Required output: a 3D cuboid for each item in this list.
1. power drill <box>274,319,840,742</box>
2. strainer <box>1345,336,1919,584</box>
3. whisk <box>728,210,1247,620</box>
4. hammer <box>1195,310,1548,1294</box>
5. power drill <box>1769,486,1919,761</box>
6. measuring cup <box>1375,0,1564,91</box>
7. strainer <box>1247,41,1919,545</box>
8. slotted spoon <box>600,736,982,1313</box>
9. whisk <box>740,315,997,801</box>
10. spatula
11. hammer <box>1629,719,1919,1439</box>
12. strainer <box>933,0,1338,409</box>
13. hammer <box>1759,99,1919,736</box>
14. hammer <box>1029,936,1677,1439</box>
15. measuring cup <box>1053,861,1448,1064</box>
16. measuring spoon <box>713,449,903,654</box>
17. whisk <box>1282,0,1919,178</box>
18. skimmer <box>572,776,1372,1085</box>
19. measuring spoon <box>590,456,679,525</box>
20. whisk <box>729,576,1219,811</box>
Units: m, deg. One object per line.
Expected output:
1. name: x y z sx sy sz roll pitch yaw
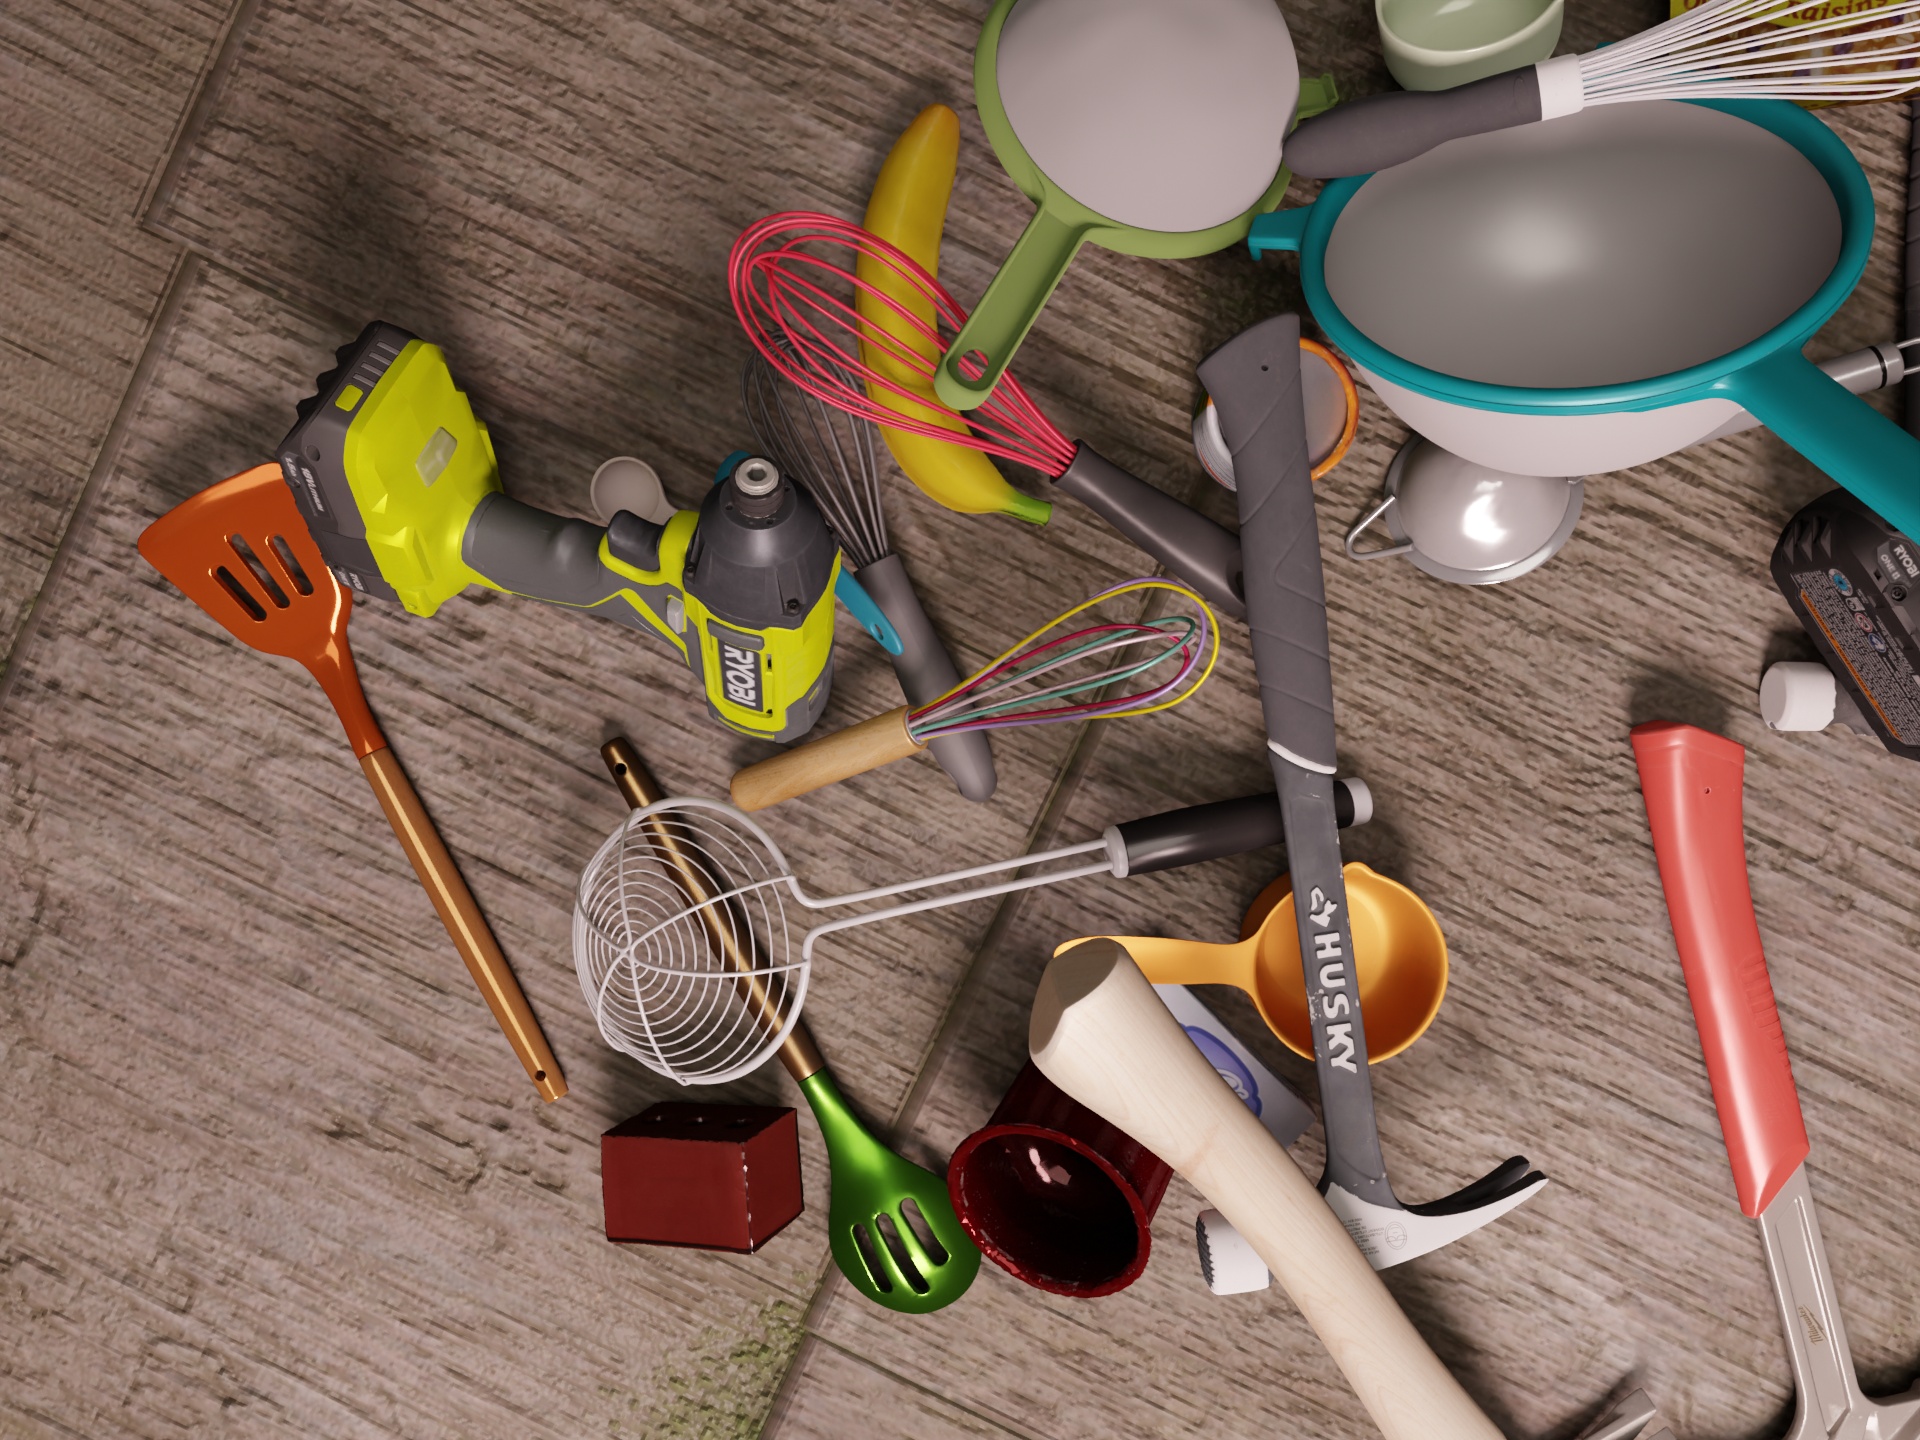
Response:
1. power drill: -0.160 -0.081 0.673 0.223 0.171 0.080 19 62 5
2. strainer: 0.295 -0.124 0.696 0.258 0.050 0.087 -17 68 8
3. whisk: 0.030 -0.122 0.689 0.295 0.073 0.073 30 94 -18
4. hammer: 0.152 0.035 0.672 0.149 0.036 0.409 -8 94 -2
5. power drill: 0.481 -0.075 0.653 0.228 0.080 0.190 -33 90 2
6. measuring cup: 0.235 -0.335 0.696 0.083 0.038 0.168 14 65 26
7. strainer: 0.277 -0.129 0.618 0.211 0.095 0.341 -28 51 -4
8. slotted spoon: -0.086 0.145 0.749 0.070 0.031 0.314 -31 90 7
9. whisk: -0.037 -0.071 0.725 0.055 0.055 0.239 -24 96 3
10. spatula: -0.267 0.038 0.743 0.081 0.041 0.322 -28 92 3
11. hammer: 0.354 0.177 0.726 0.149 0.037 0.359 -15 93 3
12. strainer: 0.061 -0.235 0.651 0.151 0.069 0.256 32 67 -6
13. hammer: 0.441 -0.159 0.706 0.146 0.035 0.335 1 93 3
14. hammer: 0.160 0.226 0.648 0.146 0.038 0.410 -34 118 6
15. measuring cup: 0.128 0.105 0.721 0.173 0.052 0.095 2 94 1
16. measuring spoon: -0.072 -0.070 0.711 0.021 0.042 0.129 -33 68 -24
17. whisk: 0.269 -0.258 0.624 0.284 0.070 0.070 -8 93 18
18. skimmer: 0.005 0.073 0.726 0.363 0.090 0.127 -11 84 -11
19. measuring spoon: -0.116 -0.082 0.746 0.124 0.018 0.034 33 107 -6
20. whisk: -0.001 0.000 0.693 0.245 0.051 0.047 -20 123 26
